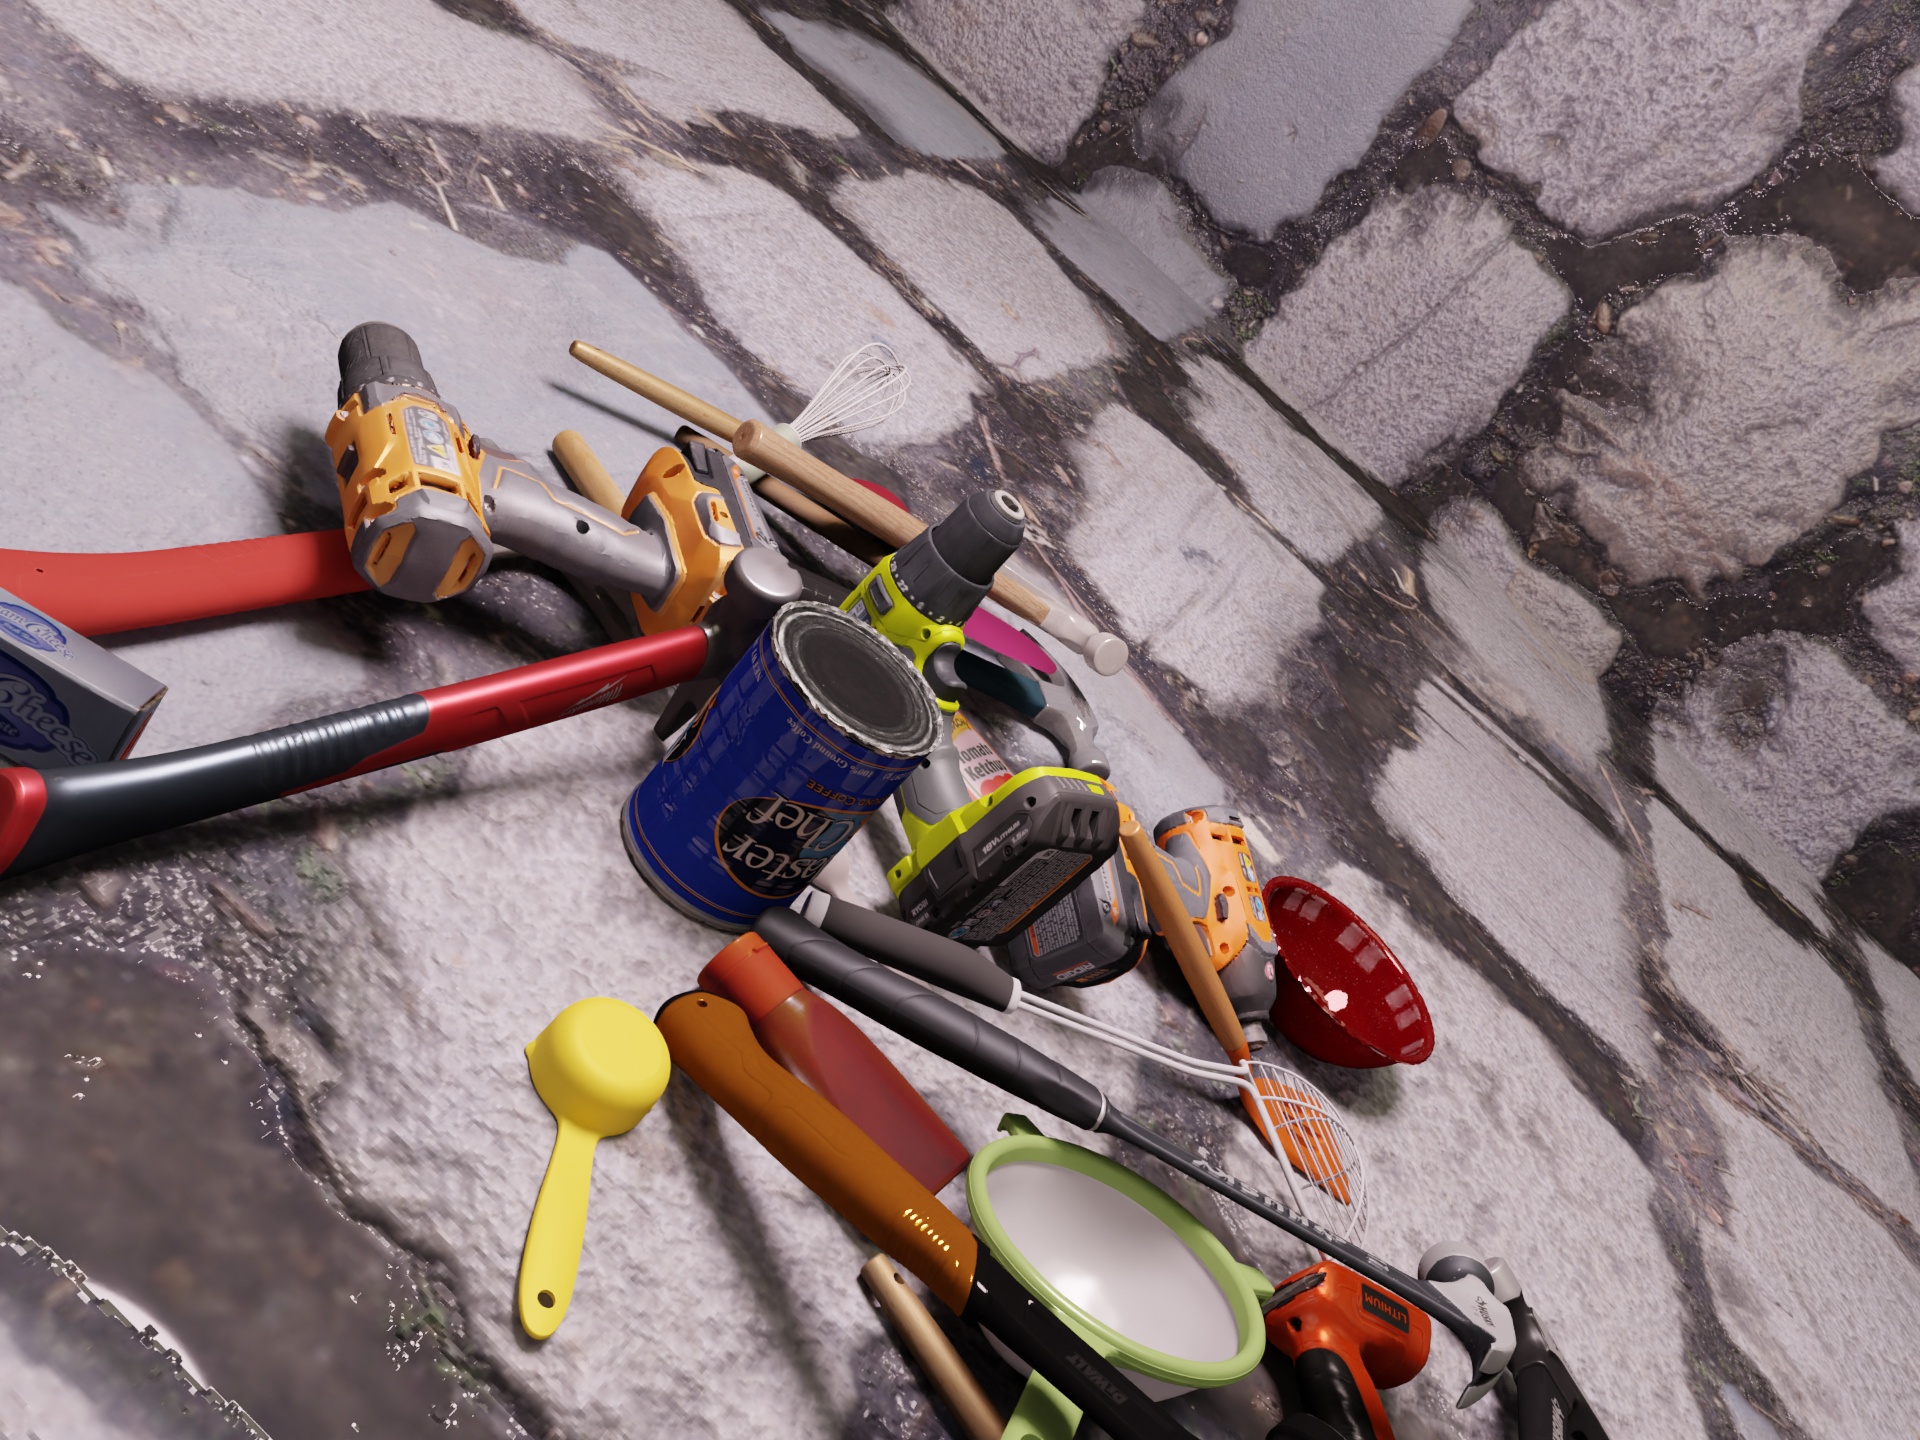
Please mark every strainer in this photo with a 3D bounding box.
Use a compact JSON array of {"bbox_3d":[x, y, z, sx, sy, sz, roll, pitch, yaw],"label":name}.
[{"bbox_3d":[0.042,0.268,0.667,0.151,0.069,0.256,31,15,10],"label":"strainer"}]

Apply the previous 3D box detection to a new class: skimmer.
[{"bbox_3d":[0.068,0.196,0.864,0.363,0.090,0.127,24,16,-11],"label":"skimmer"}]

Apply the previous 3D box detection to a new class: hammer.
[{"bbox_3d":[0.078,0.198,0.764,0.409,0.036,0.149,28,4,6],"label":"hammer"},{"bbox_3d":[-0.033,-0.054,1.115,0.330,0.033,0.128,24,33,-32],"label":"hammer"},{"bbox_3d":[0.296,0.388,0.803,0.146,0.035,0.334,61,17,12],"label":"hammer"},{"bbox_3d":[-0.025,-0.126,1.136,0.331,0.031,0.130,27,8,-36],"label":"hammer"},{"bbox_3d":[-0.237,0.011,0.699,0.386,0.143,0.038,-20,64,-48],"label":"hammer"},{"bbox_3d":[-0.017,0.203,0.611,0.337,0.034,0.127,31,21,36],"label":"hammer"},{"bbox_3d":[-0.303,-0.069,0.769,0.149,0.036,0.359,47,26,9],"label":"hammer"}]

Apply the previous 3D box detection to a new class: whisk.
[{"bbox_3d":[-0.187,-0.095,0.959,0.047,0.051,0.245,-4,49,-48],"label":"whisk"},{"bbox_3d":[-0.117,-0.204,1.129,0.246,0.058,0.059,-42,128,-39],"label":"whisk"}]

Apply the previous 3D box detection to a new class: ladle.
[{"bbox_3d":[-0.146,-0.200,1.156,0.315,0.031,0.069,24,17,-39],"label":"ladle"},{"bbox_3d":[0.065,0.343,0.635,0.320,0.062,0.078,50,16,21],"label":"ladle"}]

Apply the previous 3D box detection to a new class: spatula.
[{"bbox_3d":[0.163,0.172,0.942,0.081,0.041,0.322,-94,160,-54],"label":"spatula"}]

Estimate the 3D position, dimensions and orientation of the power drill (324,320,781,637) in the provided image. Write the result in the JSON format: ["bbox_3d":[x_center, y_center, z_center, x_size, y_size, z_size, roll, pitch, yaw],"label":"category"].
[{"bbox_3d":[-0.221,-0.124,0.844,0.226,0.084,0.186,12,38,-39],"label":"power drill"}]

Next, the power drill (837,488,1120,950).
[{"bbox_3d":[-0.001,-0.003,0.915,0.080,0.190,0.229,11,44,-46],"label":"power drill"}]

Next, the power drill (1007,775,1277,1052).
[{"bbox_3d":[0.122,0.124,0.998,0.226,0.084,0.164,16,54,-48],"label":"power drill"}]

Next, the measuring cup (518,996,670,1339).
[{"bbox_3d":[-0.148,0.170,0.629,0.062,0.029,0.157,31,27,-21],"label":"measuring cup"}]

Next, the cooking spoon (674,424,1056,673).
[{"bbox_3d":[-0.067,-0.121,1.125,0.319,0.017,0.069,32,17,3],"label":"cooking spoon"}]

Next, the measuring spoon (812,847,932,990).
[{"bbox_3d":[-0.046,0.109,0.871,0.124,0.018,0.034,51,27,14],"label":"measuring spoon"}]
